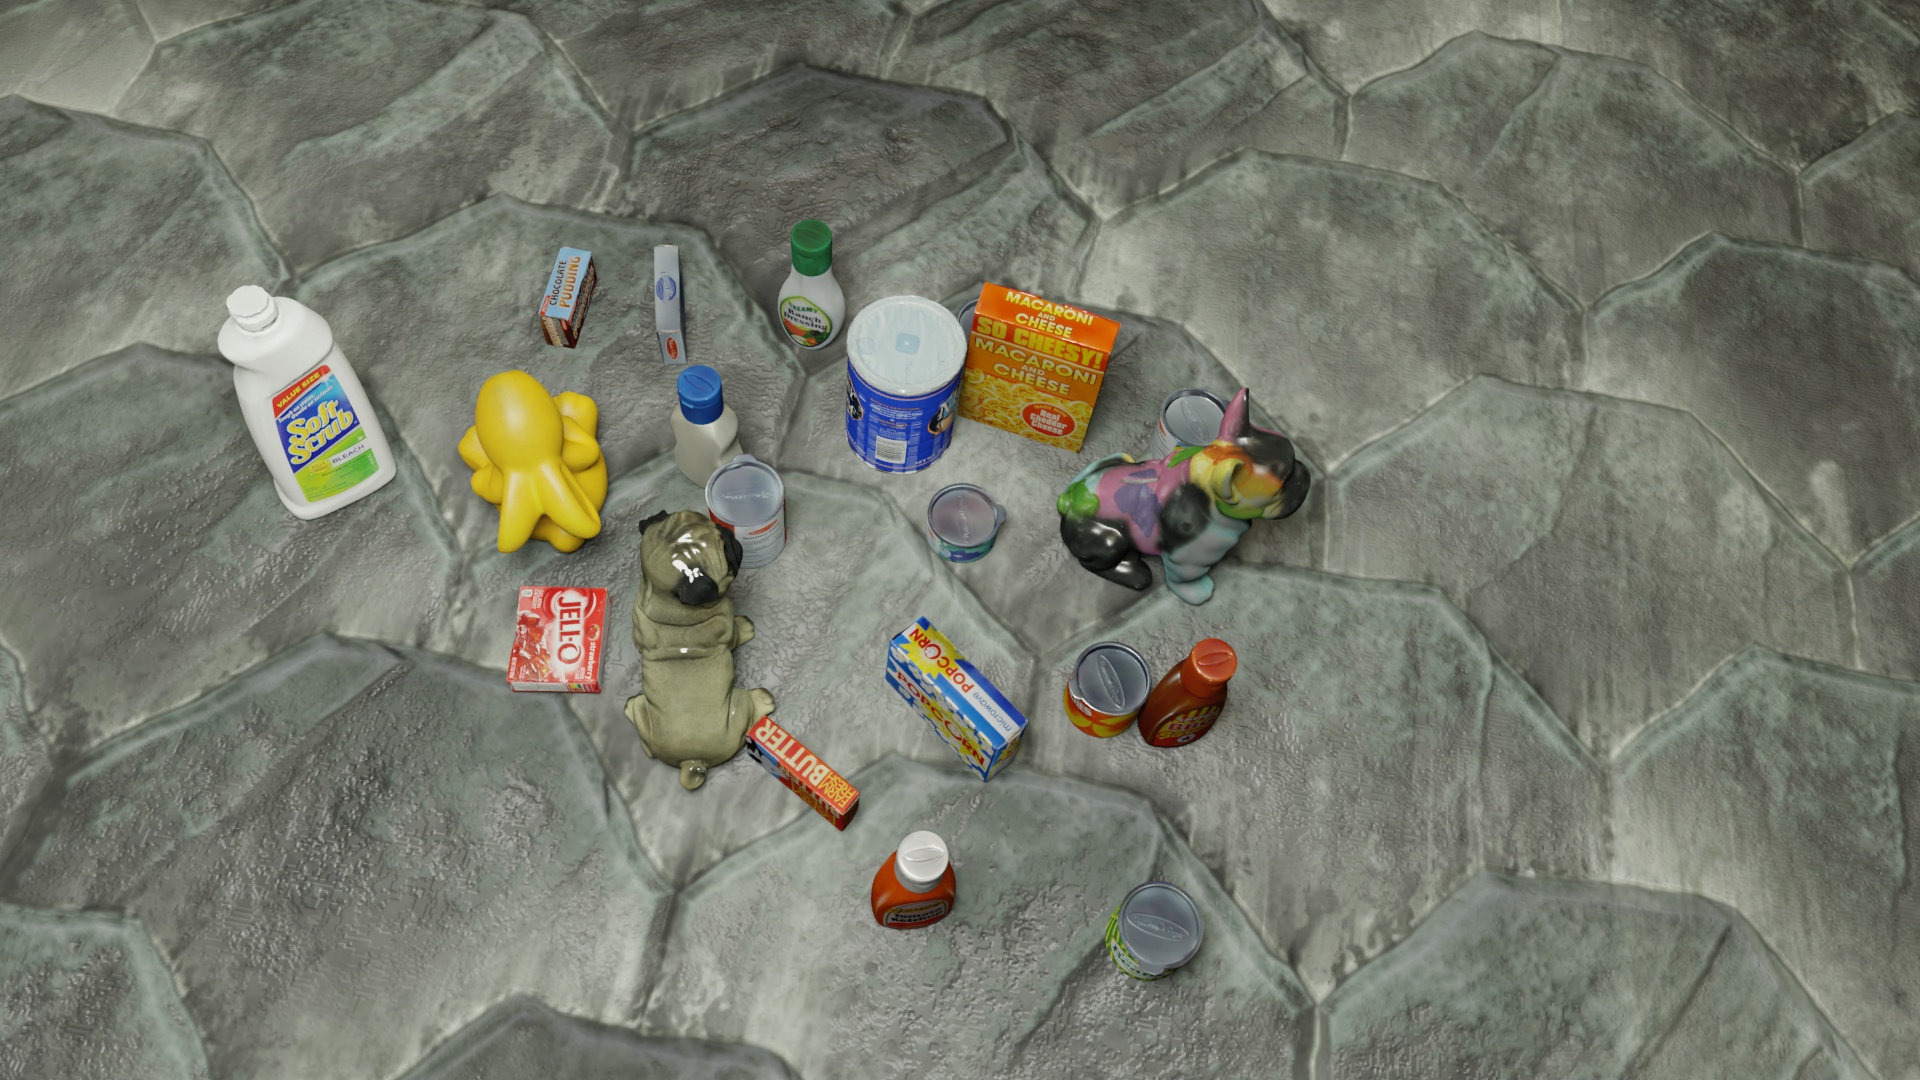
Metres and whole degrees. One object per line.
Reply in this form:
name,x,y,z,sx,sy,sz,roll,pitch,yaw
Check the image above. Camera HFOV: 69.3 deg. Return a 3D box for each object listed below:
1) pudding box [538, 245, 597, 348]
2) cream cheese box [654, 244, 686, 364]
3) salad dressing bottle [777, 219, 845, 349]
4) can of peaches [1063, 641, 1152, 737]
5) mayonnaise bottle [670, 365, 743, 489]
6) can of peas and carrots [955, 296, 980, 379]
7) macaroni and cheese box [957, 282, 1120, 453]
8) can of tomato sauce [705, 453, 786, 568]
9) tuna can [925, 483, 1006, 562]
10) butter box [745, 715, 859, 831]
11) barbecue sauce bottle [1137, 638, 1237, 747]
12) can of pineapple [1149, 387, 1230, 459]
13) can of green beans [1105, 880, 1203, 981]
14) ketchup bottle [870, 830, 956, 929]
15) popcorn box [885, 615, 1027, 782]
pudding box,-0.371,-0.230,1.313,0.030,0.049,0.084,9,62,-1
cream cheese box,-0.275,-0.223,1.317,0.024,0.053,0.104,-4,63,-8
salad dressing bottle,-0.138,-0.236,1.284,0.064,0.147,0.044,20,62,5
can of peaches,0.121,0.127,1.169,0.071,0.057,0.071,2,62,-4
mayonnaise bottle,-0.220,-0.096,1.201,0.065,0.147,0.041,28,63,9
can of peas and carrots,0.027,-0.190,1.327,0.071,0.058,0.071,2,62,-4
macaroni and cheese box,0.067,-0.153,1.251,0.124,0.165,0.040,18,62,4
can of tomato sauce,-0.185,-0.024,1.204,0.071,0.082,0.071,2,62,-4
tuna can,0.004,-0.016,1.247,0.071,0.032,0.071,2,62,-5
butter box,-0.126,0.187,1.115,0.103,0.053,0.024,37,65,13
barbecue sauce bottle,0.188,0.124,1.126,0.065,0.147,0.044,-11,64,-11
can of pineapple,0.216,-0.100,1.299,0.071,0.057,0.071,2,62,-4
can of green beans,0.149,0.304,1.078,0.071,0.057,0.071,2,62,-4
ketchup bottle,-0.033,0.253,1.035,0.065,0.148,0.044,-6,63,-9
popcorn box,-0.005,0.131,1.139,0.038,0.084,0.127,-39,72,-22
